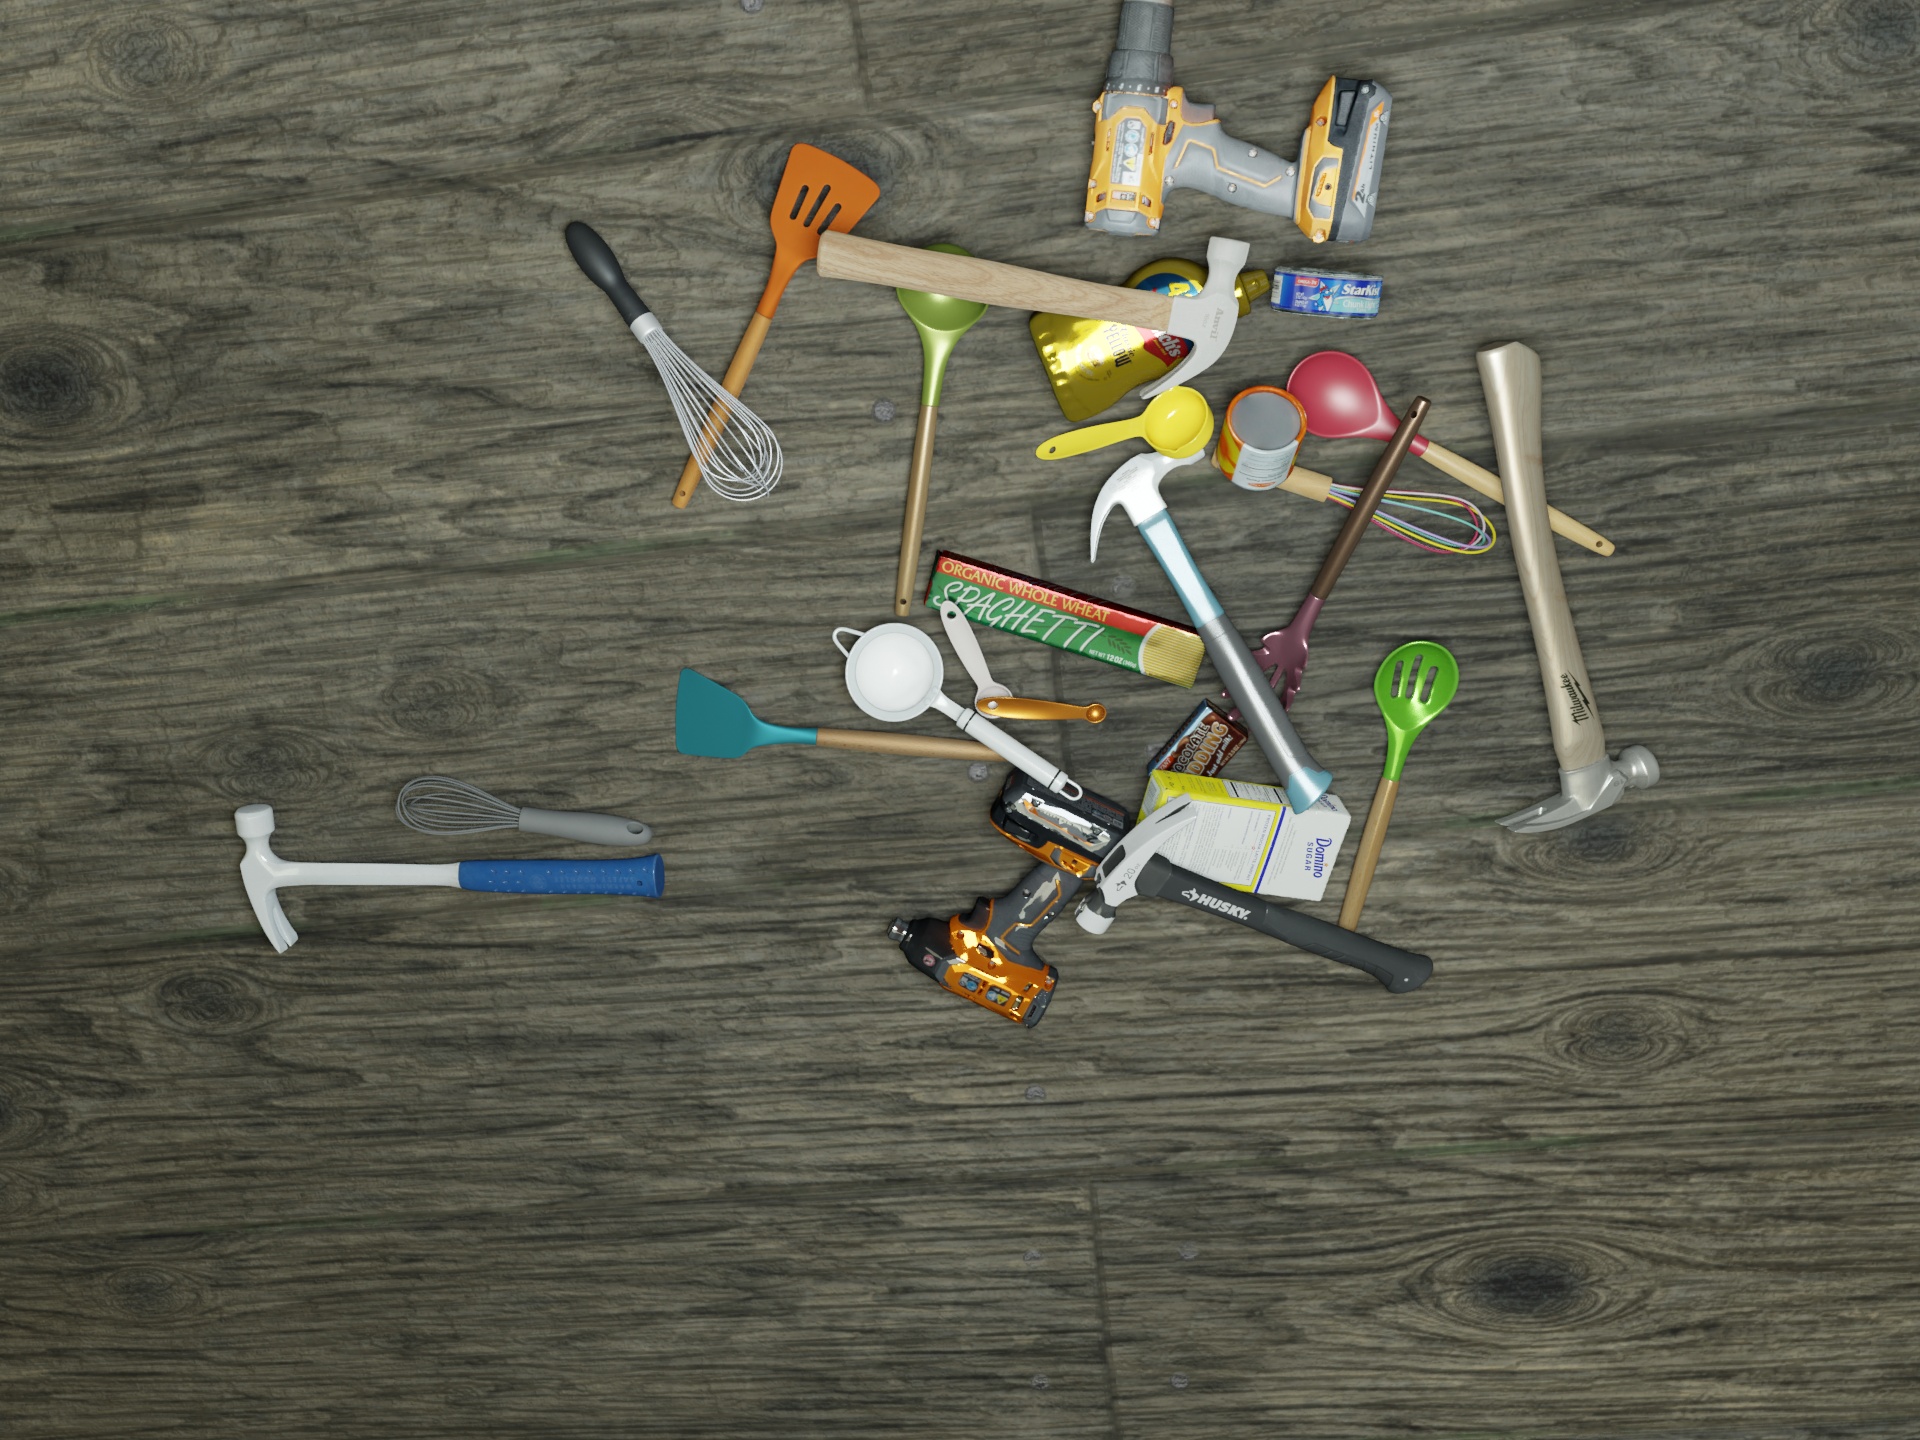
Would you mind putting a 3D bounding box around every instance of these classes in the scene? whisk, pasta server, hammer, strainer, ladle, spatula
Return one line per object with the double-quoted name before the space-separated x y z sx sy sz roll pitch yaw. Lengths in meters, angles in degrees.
"whisk" -0.406 0.090 1.482 0.239 0.055 0.055 8 108 -3
"pasta server" 0.308 -0.126 1.325 0.060 0.040 0.316 35 122 20
"hammer" 0.278 0.172 1.401 0.334 0.035 0.146 21 118 -19
"whisk" 0.330 -0.189 1.337 0.245 0.051 0.047 18 87 4
"strainer" -0.002 -0.004 1.398 0.258 0.050 0.087 34 92 7
"whisk" -0.243 -0.301 1.324 0.070 0.070 0.284 -37 87 14
"hammer" 0.474 -0.106 1.314 0.146 0.038 0.410 -21 107 -10
"ladle" -0.031 -0.238 1.342 0.078 0.062 0.320 9 110 2
"hammer" 0.219 -0.073 1.344 0.128 0.033 0.331 -30 90 9
"hammer" -0.483 0.152 1.510 0.405 0.035 0.144 0 107 5
"spatula" -0.103 0.012 1.442 0.317 0.044 0.082 6 107 -2
"ladle" 0.410 -0.215 1.325 0.315 0.031 0.069 27 107 -5
"hammer" 0.051 -0.337 1.251 0.331 0.031 0.130 10 109 1
"spatula" -0.173 -0.323 1.347 0.081 0.041 0.322 28 111 -3

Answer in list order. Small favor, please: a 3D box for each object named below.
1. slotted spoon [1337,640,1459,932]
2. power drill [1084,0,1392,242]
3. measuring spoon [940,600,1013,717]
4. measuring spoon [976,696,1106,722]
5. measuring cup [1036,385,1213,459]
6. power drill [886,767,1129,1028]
"slotted spoon" 0.374 0.074 1.416 0.070 0.031 0.313 11 109 2
"power drill" 0.216 -0.467 1.241 0.226 0.084 0.185 8 106 7
"measuring spoon" 0.011 -0.056 1.401 0.034 0.018 0.124 -23 117 7
"measuring spoon" 0.072 -0.012 1.416 0.117 0.011 0.021 4 120 -4
"measuring cup" 0.138 -0.236 1.331 0.156 0.029 0.062 -9 69 29
"power drill" 0.041 0.157 1.444 0.164 0.084 0.226 25 111 -2
